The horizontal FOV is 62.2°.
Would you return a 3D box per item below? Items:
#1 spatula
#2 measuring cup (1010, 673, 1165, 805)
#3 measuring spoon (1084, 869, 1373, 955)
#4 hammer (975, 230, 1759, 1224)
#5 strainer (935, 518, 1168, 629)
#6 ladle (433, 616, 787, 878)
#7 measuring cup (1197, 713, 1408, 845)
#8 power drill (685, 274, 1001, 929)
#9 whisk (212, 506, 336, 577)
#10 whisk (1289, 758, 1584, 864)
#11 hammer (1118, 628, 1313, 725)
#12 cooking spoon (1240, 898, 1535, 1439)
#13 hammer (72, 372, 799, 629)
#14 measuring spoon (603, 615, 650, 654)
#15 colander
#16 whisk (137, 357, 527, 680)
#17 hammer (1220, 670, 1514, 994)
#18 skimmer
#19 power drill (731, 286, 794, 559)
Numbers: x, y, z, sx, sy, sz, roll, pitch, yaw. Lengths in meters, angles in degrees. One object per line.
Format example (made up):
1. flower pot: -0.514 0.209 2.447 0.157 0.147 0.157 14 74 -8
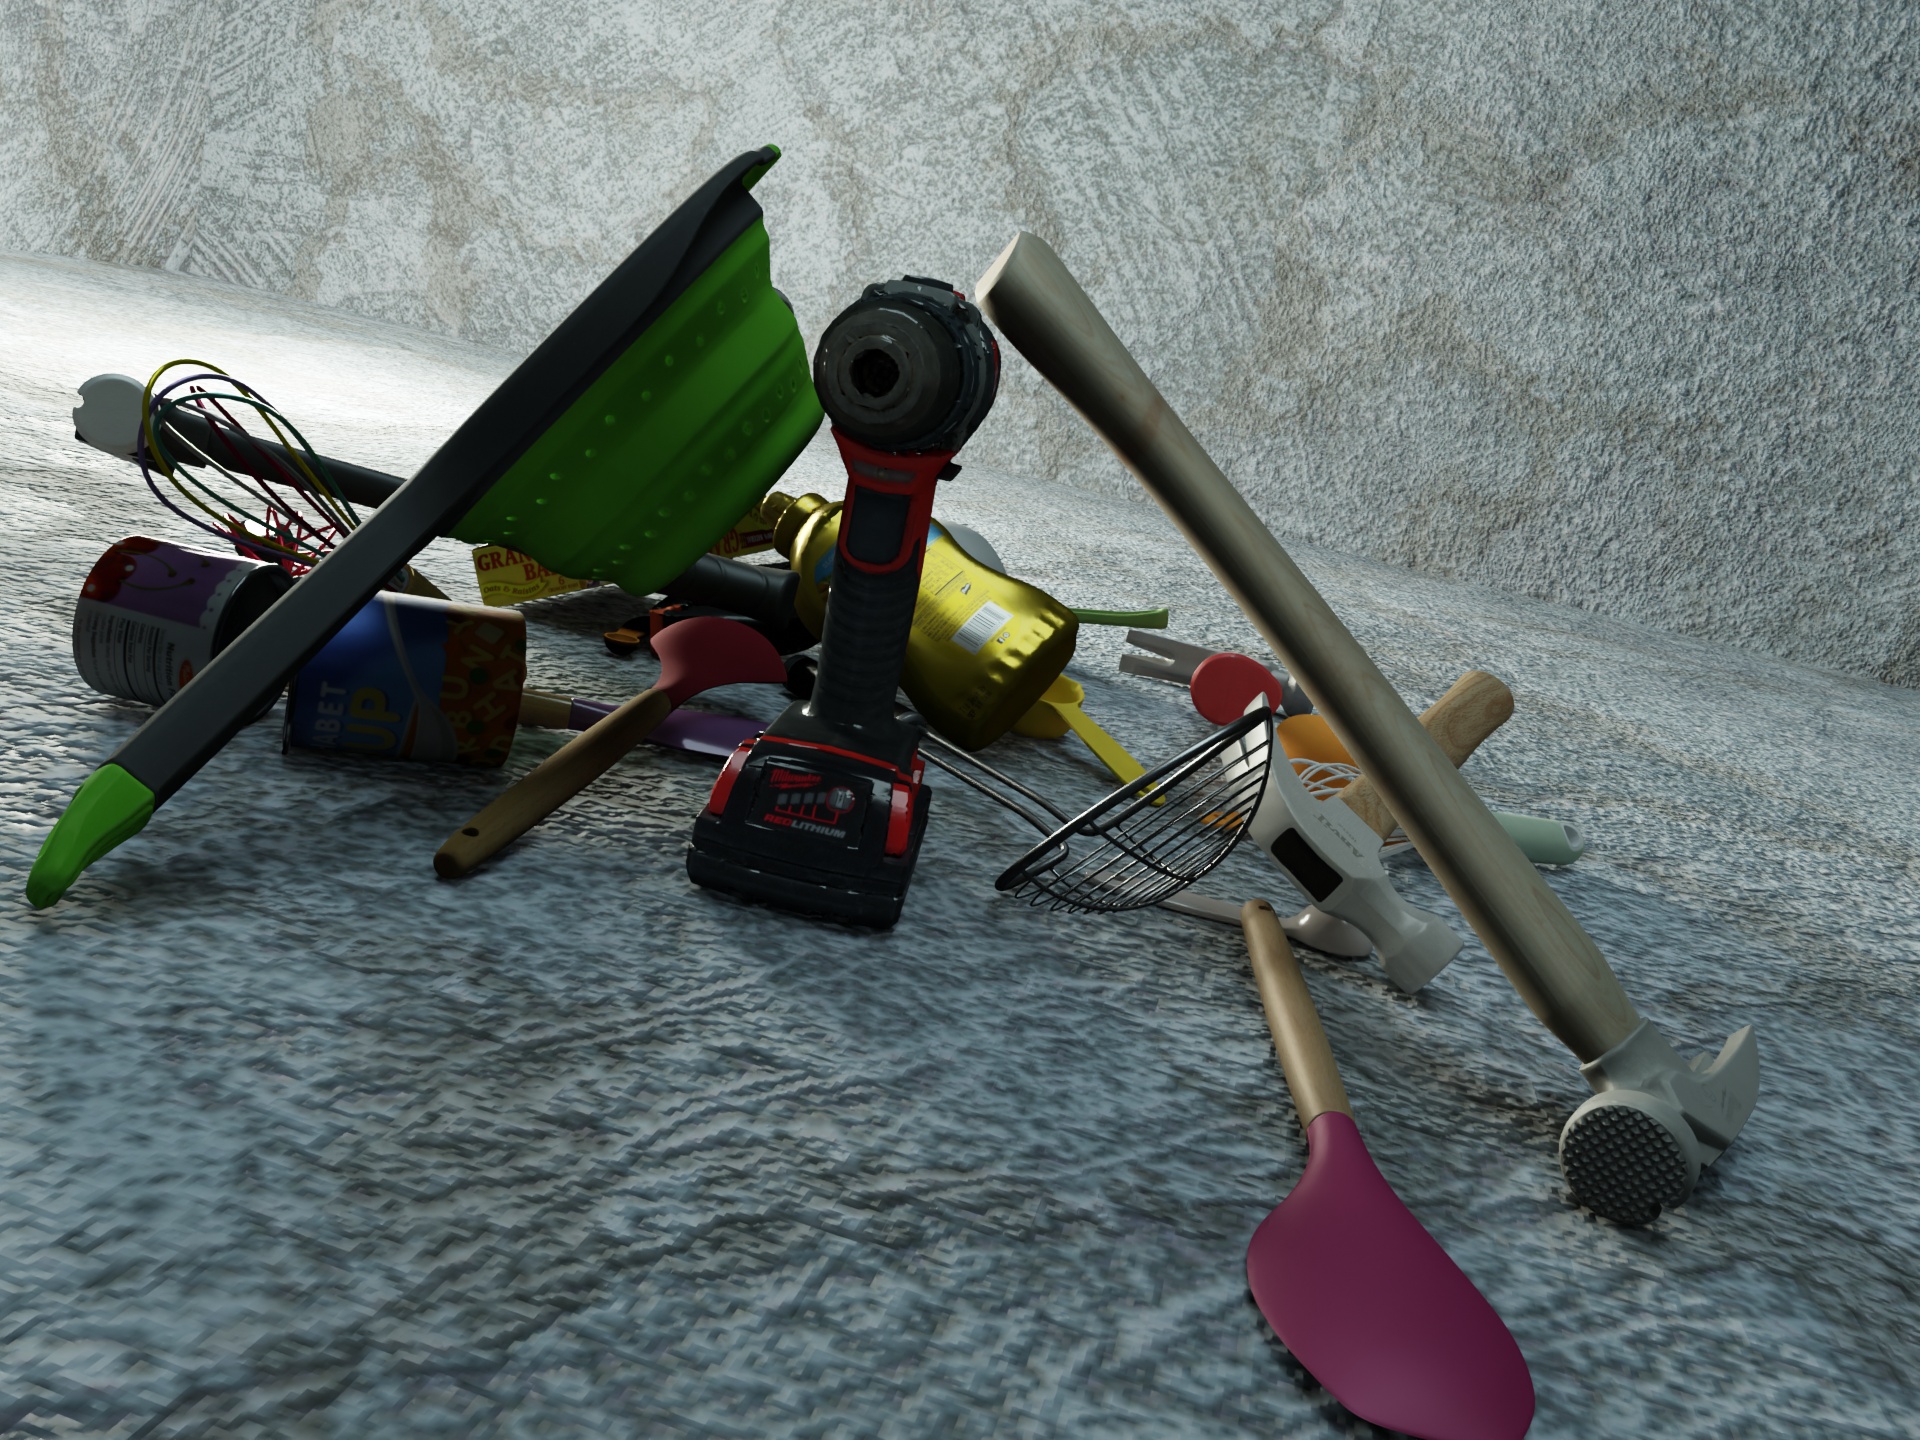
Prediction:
1. spatula: -0.202 -0.008 0.716 0.315 0.018 0.060 9 16 -19
2. measuring cup: 0.064 0.014 0.882 0.062 0.029 0.157 2 29 -33
3. measuring spoon: 0.114 0.075 0.671 0.124 0.018 0.034 13 14 5
4. hammer: 0.137 -0.022 0.583 0.146 0.038 0.411 -8 59 -55
5. strainer: 0.022 -0.105 1.128 0.256 0.069 0.151 6 11 17
6. ladle: -0.141 0.001 0.675 0.069 0.031 0.315 18 20 6
7. measuring cup: 0.182 0.030 0.843 0.095 0.052 0.173 24 15 39
8. power drill: -0.036 -0.045 0.569 0.080 0.226 0.188 13 13 1
9. whisk: -0.348 -0.079 0.802 0.073 0.073 0.296 6 8 -26
10. whisk: 0.244 0.056 0.824 0.246 0.059 0.058 8 57 -35
11. hammer: 0.151 -0.028 0.975 0.143 0.038 0.386 14 5 11
12. cooking spoon: 0.112 0.116 0.498 0.069 0.017 0.319 14 14 0
13. hammer: -0.234 -0.098 0.764 0.334 0.035 0.146 14 0 -24
14. measuring spoon: -0.187 -0.050 0.927 0.021 0.011 0.117 13 10 -1
15. colander: -0.153 -0.062 0.573 0.094 0.204 0.397 45 49 -17
16. whisk: -0.245 -0.070 0.654 0.047 0.051 0.244 64 4 27
17. hammer: 0.216 0.020 0.765 0.130 0.031 0.331 46 30 12
18. skimmer: -0.001 -0.002 0.725 0.127 0.090 0.364 -30 30 -22
19. power drill: -0.188 -0.212 1.113 0.084 0.226 0.185 2 17 -39
